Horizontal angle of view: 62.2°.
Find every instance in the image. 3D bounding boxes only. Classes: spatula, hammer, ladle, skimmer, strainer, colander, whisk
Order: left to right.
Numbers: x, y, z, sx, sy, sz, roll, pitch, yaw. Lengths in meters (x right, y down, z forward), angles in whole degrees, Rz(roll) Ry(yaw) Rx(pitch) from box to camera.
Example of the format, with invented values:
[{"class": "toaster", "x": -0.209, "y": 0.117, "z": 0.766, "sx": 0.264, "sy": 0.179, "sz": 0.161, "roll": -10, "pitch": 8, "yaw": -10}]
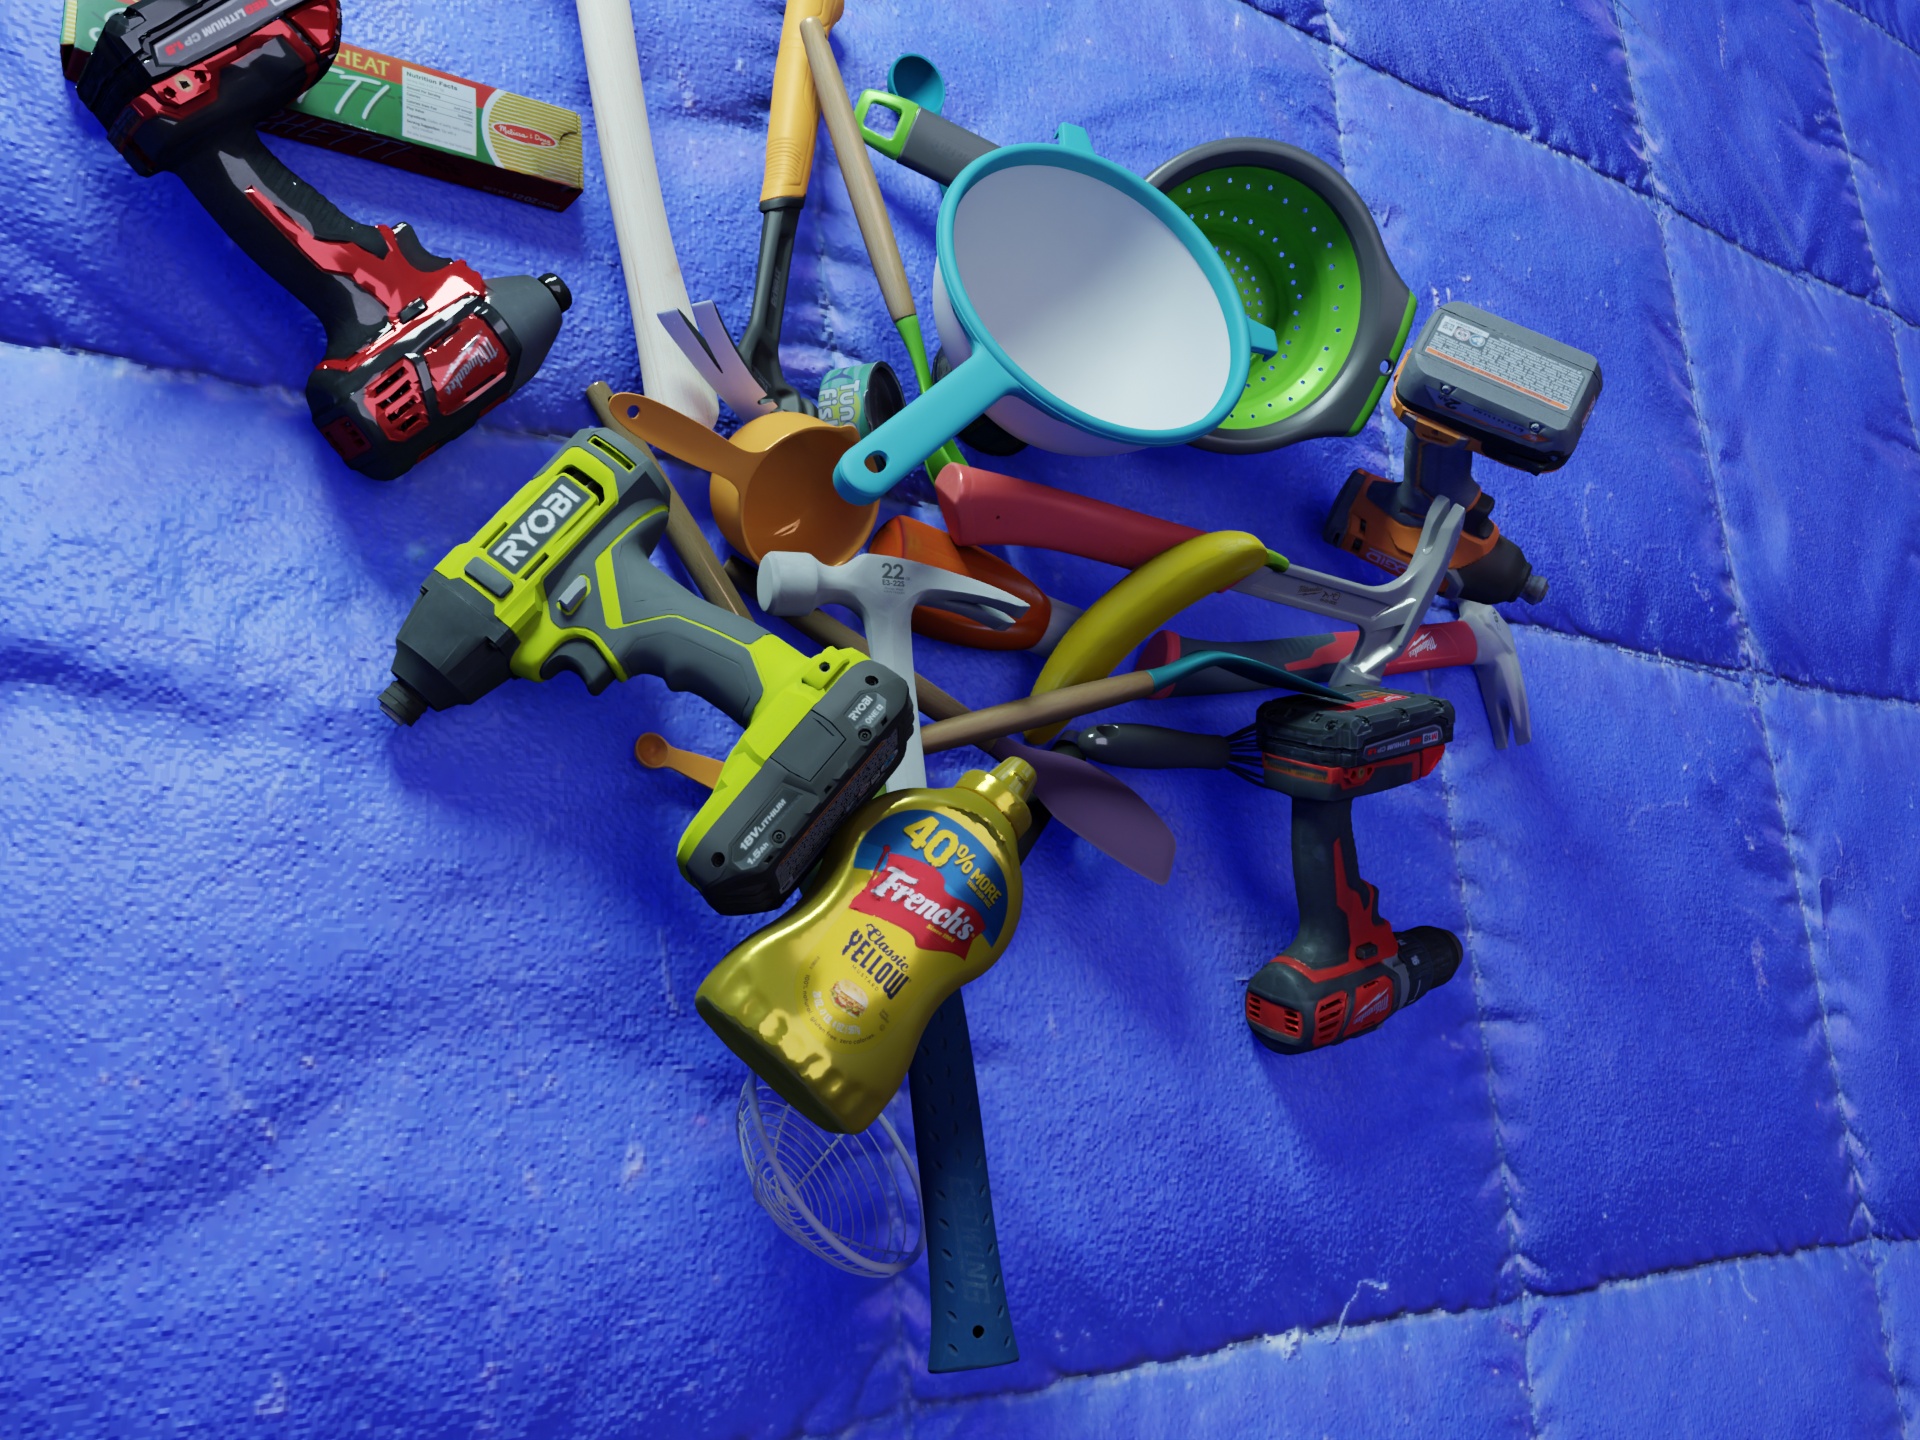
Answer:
[{"class": "hammer", "x": -0.195, "y": -0.356, "z": 0.870, "sx": 0.146, "sy": 0.038, "sz": 0.411, "roll": 3, "pitch": 75, "yaw": -70}, {"class": "ladle", "x": -0.121, "y": -0.039, "z": 0.855, "sx": 0.078, "sy": 0.062, "sz": 0.320, "roll": -27, "pitch": 84, "yaw": -47}, {"class": "hammer", "x": -0.107, "y": -0.328, "z": 0.936, "sx": 0.127, "sy": 0.034, "sz": 0.337, "roll": 45, "pitch": 44, "yaw": -55}, {"class": "hammer", "x": -0.013, "y": 0.104, "z": 0.791, "sx": 0.144, "sy": 0.035, "sz": 0.406, "roll": 1, "pitch": 69, "yaw": -22}, {"class": "spatula", "x": -0.001, "y": -0.003, "z": 0.914, "sx": 0.315, "sy": 0.018, "sz": 0.060, "roll": 33, "pitch": 43, "yaw": -13}, {"class": "skimmer", "x": 0.002, "y": 0.127, "z": 0.858, "sx": 0.127, "sy": 0.090, "sz": 0.363, "roll": 47, "pitch": 54, "yaw": -15}, {"class": "strainer", "x": 0.027, "y": -0.200, "z": 0.928, "sx": 0.211, "sy": 0.095, "sz": 0.340, "roll": 47, "pitch": 55, "yaw": -1}, {"class": "spatula", "x": 0.090, "y": -0.006, "z": 0.925, "sx": 0.317, "sy": 0.082, "sz": 0.044, "roll": -14, "pitch": 107, "yaw": -30}, {"class": "colander", "x": 0.107, "y": -0.316, "z": 1.073, "sx": 0.397, "sy": 0.094, "sz": 0.204, "roll": 22, "pitch": 96, "yaw": -13}, {"class": "hammer", "x": 0.151, "y": -0.109, "z": 0.991, "sx": 0.358, "sy": 0.037, "sz": 0.149, "roll": 12, "pitch": 111, "yaw": -27}, {"class": "whisk", "x": 0.163, "y": 0.018, "z": 1.025, "sx": 0.238, "sy": 0.055, "sz": 0.055, "roll": 4, "pitch": 73, "yaw": -40}, {"class": "hammer", "x": 0.277, "y": -0.031, "z": 1.142, "sx": 0.386, "sy": 0.038, "sz": 0.143, "roll": -7, "pitch": 82, "yaw": -37}]

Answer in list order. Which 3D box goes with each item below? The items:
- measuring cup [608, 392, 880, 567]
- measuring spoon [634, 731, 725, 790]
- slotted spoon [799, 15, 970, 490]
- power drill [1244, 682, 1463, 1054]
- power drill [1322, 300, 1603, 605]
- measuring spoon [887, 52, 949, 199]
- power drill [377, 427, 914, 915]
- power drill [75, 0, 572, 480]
[{"class": "measuring cup", "x": -0.123, "y": -0.138, "z": 0.847, "sx": 0.173, "sy": 0.052, "sz": 0.095, "roll": 24, "pitch": 97, "yaw": -41}, {"class": "measuring spoon", "x": -0.124, "y": 0.034, "z": 0.849, "sx": 0.116, "sy": 0.011, "sz": 0.021, "roll": 25, "pitch": 55, "yaw": -32}, {"class": "slotted spoon", "x": -0.041, "y": -0.266, "z": 0.958, "sx": 0.070, "sy": 0.031, "sz": 0.313, "roll": -49, "pitch": 122, "yaw": -78}, {"class": "power drill", "x": 0.267, "y": 0.094, "z": 1.037, "sx": 0.188, "sy": 0.080, "sz": 0.226, "roll": -10, "pitch": 105, "yaw": -37}, {"class": "power drill", "x": 0.352, "y": -0.164, "z": 1.089, "sx": 0.164, "sy": 0.226, "sz": 0.084, "roll": 27, "pitch": 65, "yaw": 12}, {"class": "measuring spoon", "x": -0.018, "y": -0.375, "z": 1.053, "sx": 0.042, "sy": 0.021, "sz": 0.128, "roll": -25, "pitch": 100, "yaw": -32}, {"class": "power drill", "x": -0.149, "y": -0.016, "z": 0.751, "sx": 0.223, "sy": 0.080, "sz": 0.171, "roll": 36, "pitch": 73, "yaw": 12}, {"class": "power drill", "x": -0.289, "y": -0.239, "z": 0.753, "sx": 0.143, "sy": 0.078, "sz": 0.219, "roll": -45, "pitch": 115, "yaw": -28}]
